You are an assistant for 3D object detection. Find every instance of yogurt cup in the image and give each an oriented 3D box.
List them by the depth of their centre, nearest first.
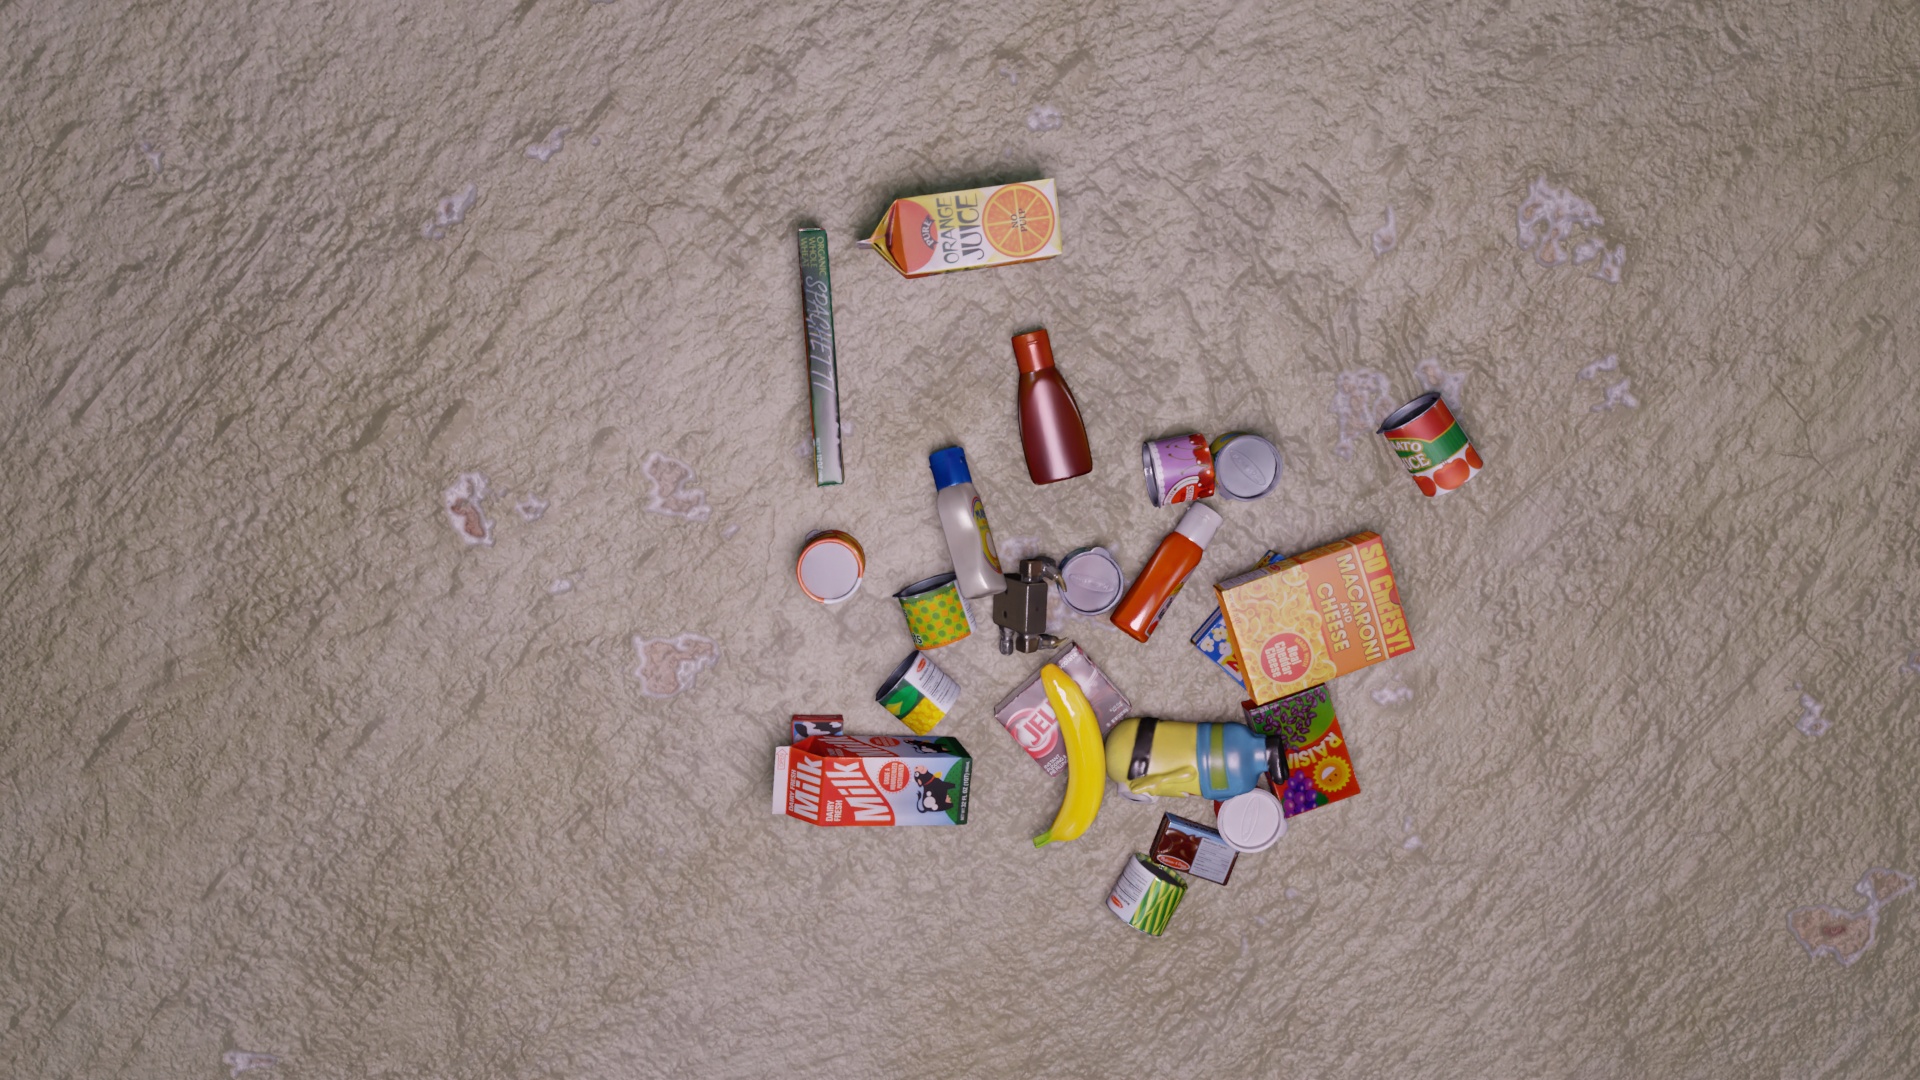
[{"bbox_3d":[0.293,0.280,1.428,0.072,0.054,0.072,0,98,-2],"label":"yogurt cup"}]

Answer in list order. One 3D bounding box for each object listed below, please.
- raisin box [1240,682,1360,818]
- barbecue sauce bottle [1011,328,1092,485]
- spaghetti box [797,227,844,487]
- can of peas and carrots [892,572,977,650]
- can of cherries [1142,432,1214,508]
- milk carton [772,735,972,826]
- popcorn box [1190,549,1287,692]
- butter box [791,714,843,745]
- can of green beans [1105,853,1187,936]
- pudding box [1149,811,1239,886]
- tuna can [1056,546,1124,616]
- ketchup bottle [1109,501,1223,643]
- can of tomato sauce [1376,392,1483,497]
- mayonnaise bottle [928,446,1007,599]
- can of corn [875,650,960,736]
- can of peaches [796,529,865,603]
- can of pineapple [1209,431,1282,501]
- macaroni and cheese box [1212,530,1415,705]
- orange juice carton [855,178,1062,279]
[{"bbox_3d":[0.350,0.213,1.430,0.086,0.040,0.123,-20,97,0],"label":"raisin box"},{"bbox_3d":[0.085,-0.132,1.370,0.065,0.044,0.148,-14,97,0],"label":"barbecue sauce bottle"},{"bbox_3d":[-0.135,-0.177,1.351,0.029,0.050,0.249,-4,98,-4],"label":"spaghetti box"},{"bbox_3d":[-0.025,0.071,1.381,0.071,0.071,0.058,-19,99,0],"label":"can of peas and carrots"},{"bbox_3d":[0.215,-0.067,1.371,0.058,0.071,0.071,-10,98,-2],"label":"can of cherries"},{"bbox_3d":[-0.090,0.237,1.377,0.191,0.073,0.072,2,99,-16],"label":"milk carton"},{"bbox_3d":[0.307,0.084,1.411,0.085,0.038,0.126,40,94,-6],"label":"popcorn box"},{"bbox_3d":[-0.146,0.230,1.418,0.053,0.024,0.103,1,98,-4],"label":"butter box"},{"bbox_3d":[0.192,0.364,1.429,0.071,0.071,0.057,28,96,-6],"label":"can of green beans"},{"bbox_3d":[0.244,0.320,1.444,0.084,0.030,0.049,19,98,-5],"label":"pudding box"},{"bbox_3d":[0.131,0.038,1.399,0.071,0.033,0.071,0,98,-2],"label":"tuna can"},{"bbox_3d":[0.207,0.031,1.390,0.043,0.064,0.149,34,87,11],"label":"ketchup bottle"},{"bbox_3d":[0.467,-0.094,1.379,0.071,0.071,0.083,-36,99,3],"label":"can of tomato sauce"},{"bbox_3d":[0.005,-0.017,1.365,0.041,0.065,0.148,-18,82,19],"label":"mayonnaise bottle"},{"bbox_3d":[-0.043,0.155,1.393,0.058,0.071,0.071,41,95,-7],"label":"can of corn"},{"bbox_3d":[-0.129,0.024,1.374,0.071,0.058,0.071,0,99,-2],"label":"can of peaches"},{"bbox_3d":[0.278,-0.073,1.378,0.071,0.058,0.071,0,98,-2],"label":"can of pineapple"},{"bbox_3d":[0.349,0.076,1.370,0.166,0.040,0.123,-20,100,0],"label":"macaroni and cheese box"},{"bbox_3d":[-0.004,-0.295,1.329,0.193,0.072,0.073,-8,98,-2],"label":"orange juice carton"}]
